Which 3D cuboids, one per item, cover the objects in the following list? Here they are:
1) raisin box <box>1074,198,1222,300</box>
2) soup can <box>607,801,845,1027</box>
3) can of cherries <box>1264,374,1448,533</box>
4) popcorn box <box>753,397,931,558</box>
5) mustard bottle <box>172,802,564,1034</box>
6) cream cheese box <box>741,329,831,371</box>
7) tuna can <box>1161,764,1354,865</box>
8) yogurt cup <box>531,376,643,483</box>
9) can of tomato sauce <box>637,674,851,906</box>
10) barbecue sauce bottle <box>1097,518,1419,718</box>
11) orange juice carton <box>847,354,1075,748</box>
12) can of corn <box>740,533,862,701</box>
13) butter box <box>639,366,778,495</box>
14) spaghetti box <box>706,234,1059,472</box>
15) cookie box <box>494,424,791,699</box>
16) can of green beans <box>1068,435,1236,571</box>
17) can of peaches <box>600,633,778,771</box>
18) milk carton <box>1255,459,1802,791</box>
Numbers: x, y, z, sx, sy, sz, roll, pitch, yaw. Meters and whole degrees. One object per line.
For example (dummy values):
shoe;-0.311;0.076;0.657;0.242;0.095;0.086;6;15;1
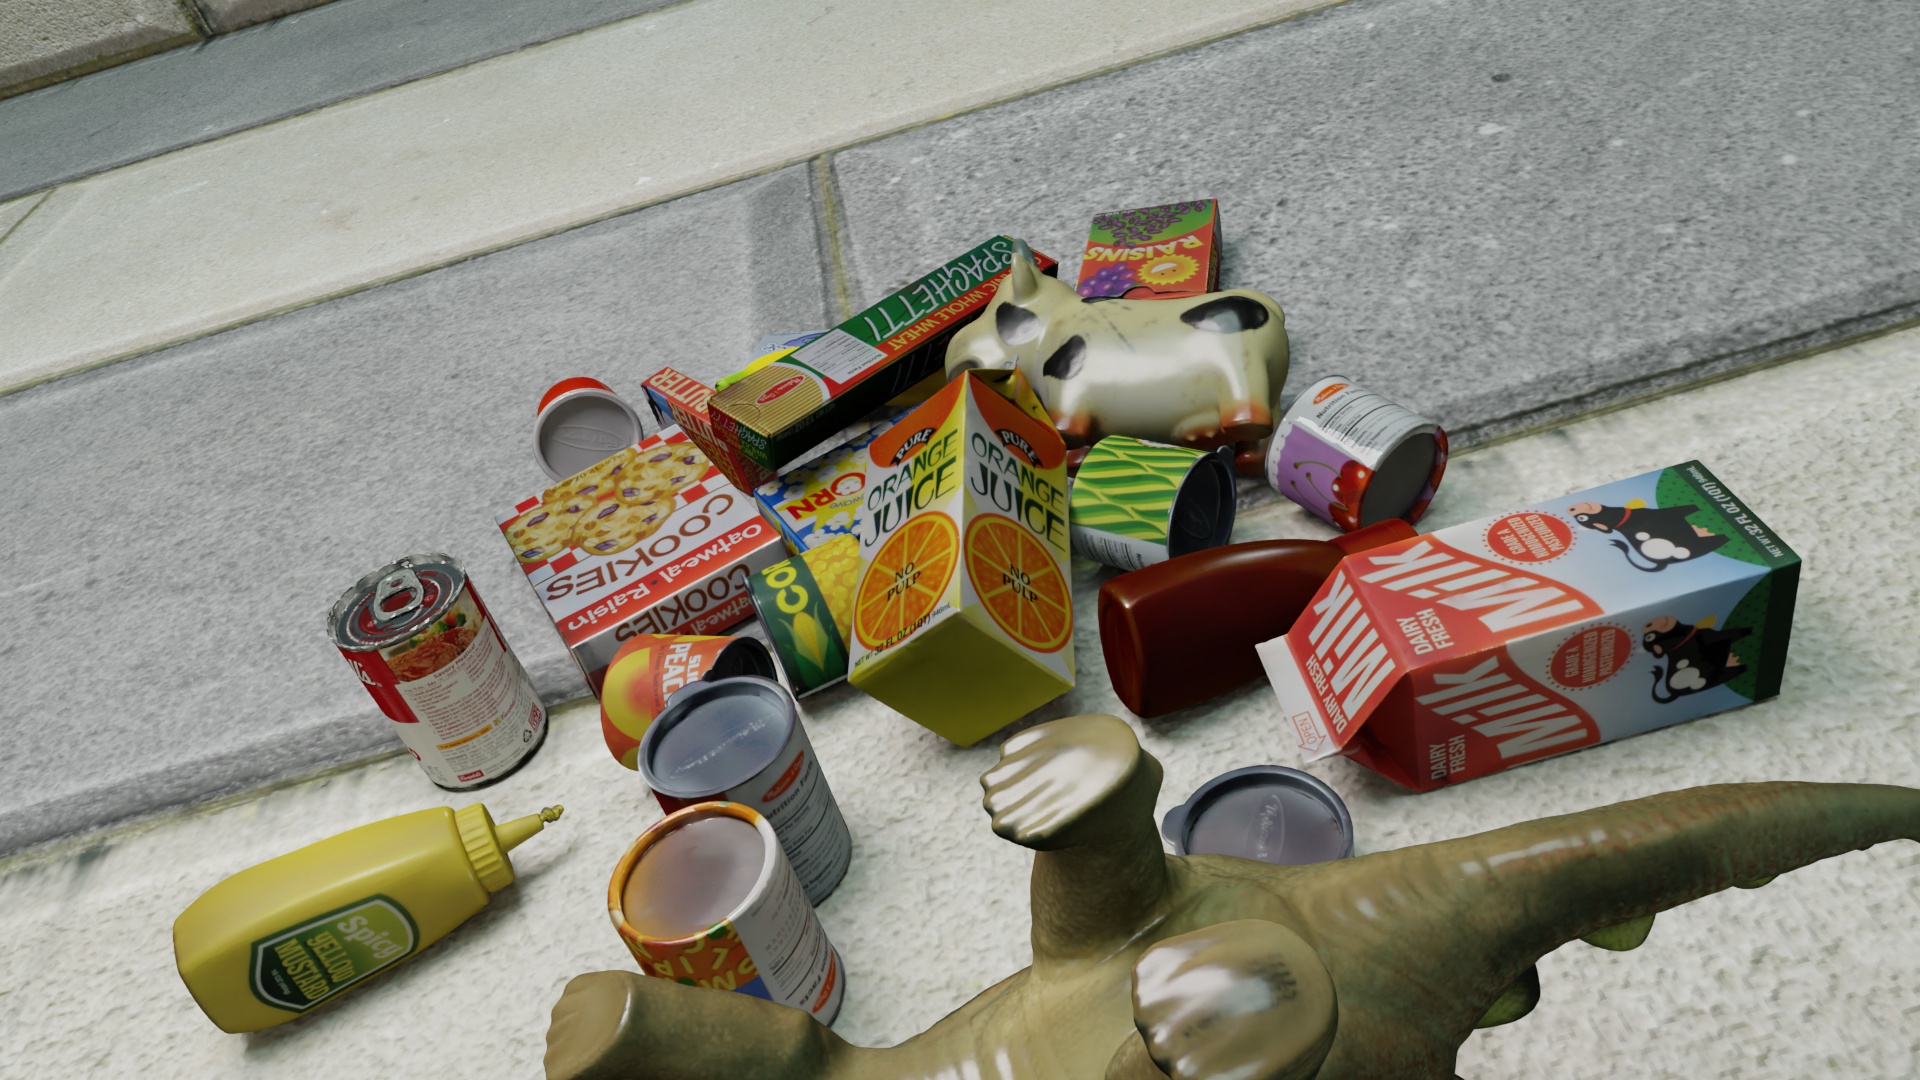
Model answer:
raisin box;0.123;-0.173;0.898;0.086;0.040;0.124;-3;39;17
soup can;-0.090;0.150;0.526;0.071;0.083;0.072;-11;37;9
can of cherries;0.192;-0.037;0.673;0.072;0.071;0.058;-33;45;-21
popcorn box;-0.041;-0.025;0.772;0.127;0.038;0.085;-29;37;-16
mustard bottle;-0.250;0.152;0.605;0.161;0.065;0.049;-24;39;-17
cream cheese box;-0.090;-0.117;0.923;0.104;0.024;0.054;-1;40;20
tuna can;0.114;0.121;0.527;0.071;0.032;0.071;-11;37;8
yogurt cup;-0.241;-0.072;0.892;0.072;0.072;0.054;-25;29;-10
can of tomato sauce;-0.089;0.108;0.581;0.071;0.082;0.071;-11;37;8
barbecue sauce bottle;0.137;0.028;0.618;0.149;0.064;0.044;-17;23;-15
orange juice carton;0.002;-0.008;0.660;0.071;0.073;0.194;-34;37;33
can of corn;-0.068;0.035;0.678;0.058;0.070;0.071;-24;37;-10
butter box;-0.156;-0.069;0.862;0.024;0.053;0.103;-38;41;-23
spaghetti box;-0.037;-0.116;0.818;0.050;0.028;0.251;32;49;28
cookie box;-0.180;0.006;0.786;0.123;0.040;0.168;-29;37;-16
can of green beans;0.095;-0.016;0.684;0.058;0.071;0.071;15;47;36
can of peaches;-0.127;0.076;0.648;0.058;0.071;0.071;0;40;23
milk carton;0.220;0.039;0.557;0.191;0.073;0.073;-15;37;3
